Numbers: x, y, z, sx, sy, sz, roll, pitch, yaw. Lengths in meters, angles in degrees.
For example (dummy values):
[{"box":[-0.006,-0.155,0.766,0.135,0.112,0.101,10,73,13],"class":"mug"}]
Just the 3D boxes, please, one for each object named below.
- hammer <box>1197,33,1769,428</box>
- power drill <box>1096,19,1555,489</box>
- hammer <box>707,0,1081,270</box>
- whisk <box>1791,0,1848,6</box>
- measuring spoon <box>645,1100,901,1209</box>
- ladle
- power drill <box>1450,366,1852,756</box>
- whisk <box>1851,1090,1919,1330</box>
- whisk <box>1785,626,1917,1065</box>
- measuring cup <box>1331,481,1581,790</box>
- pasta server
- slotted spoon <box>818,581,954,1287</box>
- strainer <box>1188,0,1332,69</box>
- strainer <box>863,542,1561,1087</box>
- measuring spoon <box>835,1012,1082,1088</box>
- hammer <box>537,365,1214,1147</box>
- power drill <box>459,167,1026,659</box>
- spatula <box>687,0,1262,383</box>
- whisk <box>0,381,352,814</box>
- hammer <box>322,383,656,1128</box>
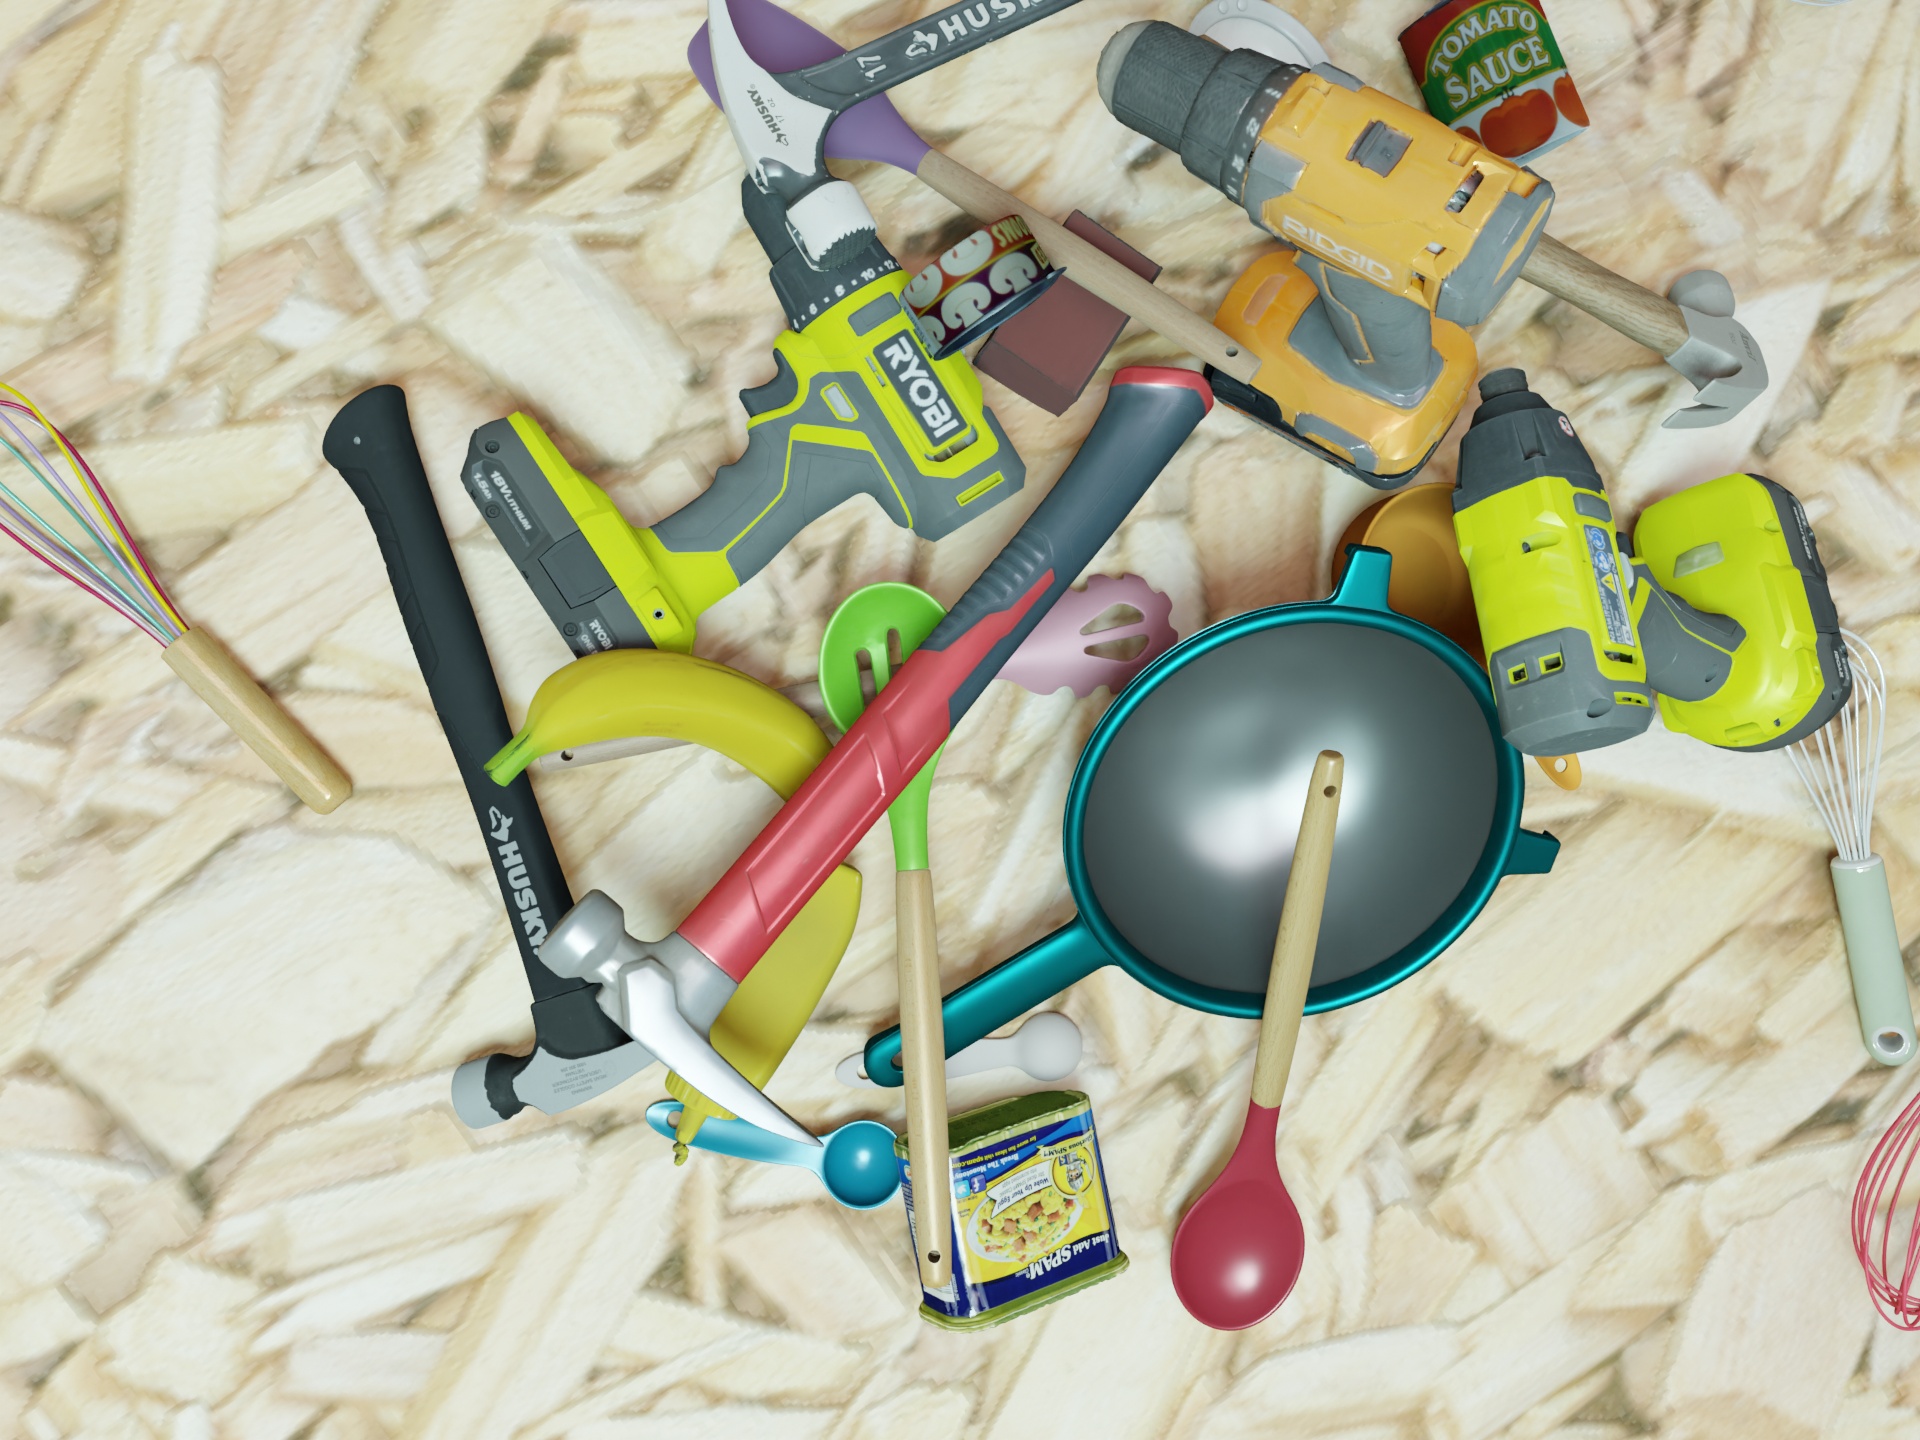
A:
[{"box":[0.247,-0.230,0.749,0.331,0.031,0.130,22,45,-15],"class":"hammer"},{"box":[0.148,-0.201,0.692,0.185,0.226,0.084,33,85,16],"class":"power drill"},{"box":[0.072,-0.357,0.735,0.409,0.036,0.149,-30,86,-12],"class":"hammer"},{"box":[0.360,-0.394,0.813,0.284,0.070,0.070,-6,92,-4],"class":"whisk"},{"box":[-0.089,0.204,0.770,0.128,0.021,0.042,14,81,0],"class":"measuring spoon"},{"box":[0.146,0.157,0.745,0.069,0.031,0.315,1,115,-9],"class":"ladle"},{"box":[0.316,-0.067,0.738,0.223,0.080,0.171,6,71,-39],"class":"power drill"},{"box":[0.543,0.181,0.849,0.073,0.073,0.296,25,80,-9],"class":"whisk"},{"box":[0.473,0.066,0.843,0.058,0.059,0.246,-11,98,28],"class":"whisk"},{"box":[0.254,-0.038,0.801,0.095,0.052,0.173,-35,98,-7],"class":"measuring cup"},{"box":[-0.044,-0.016,0.768,0.316,0.040,0.060,-13,93,-5],"class":"pasta server"},{"box":[-0.022,0.094,0.719,0.070,0.031,0.314,-4,83,3],"class":"slotted spoon"},{"box":[0.122,-0.375,0.781,0.087,0.050,0.258,-18,88,-26],"class":"strainer"},{"box":[0.094,0.063,0.763,0.340,0.095,0.210,-33,113,11],"class":"strainer"},{"box":[0.001,0.167,0.779,0.124,0.018,0.034,-6,92,-8],"class":"measuring spoon"},{"box":[-0.001,-0.002,0.700,0.143,0.038,0.386,42,76,-9],"class":"hammer"},{"box":[-0.107,-0.134,0.730,0.228,0.080,0.190,-33,97,-10],"class":"power drill"},{"box":[0.003,-0.242,0.733,0.316,0.018,0.060,35,86,10],"class":"spatula"},{"box":[-0.362,-0.054,0.708,0.047,0.051,0.245,-43,100,-12],"class":"whisk"},{"box":[-0.211,0.010,0.719,0.146,0.035,0.335,-19,89,16],"class":"hammer"}]
